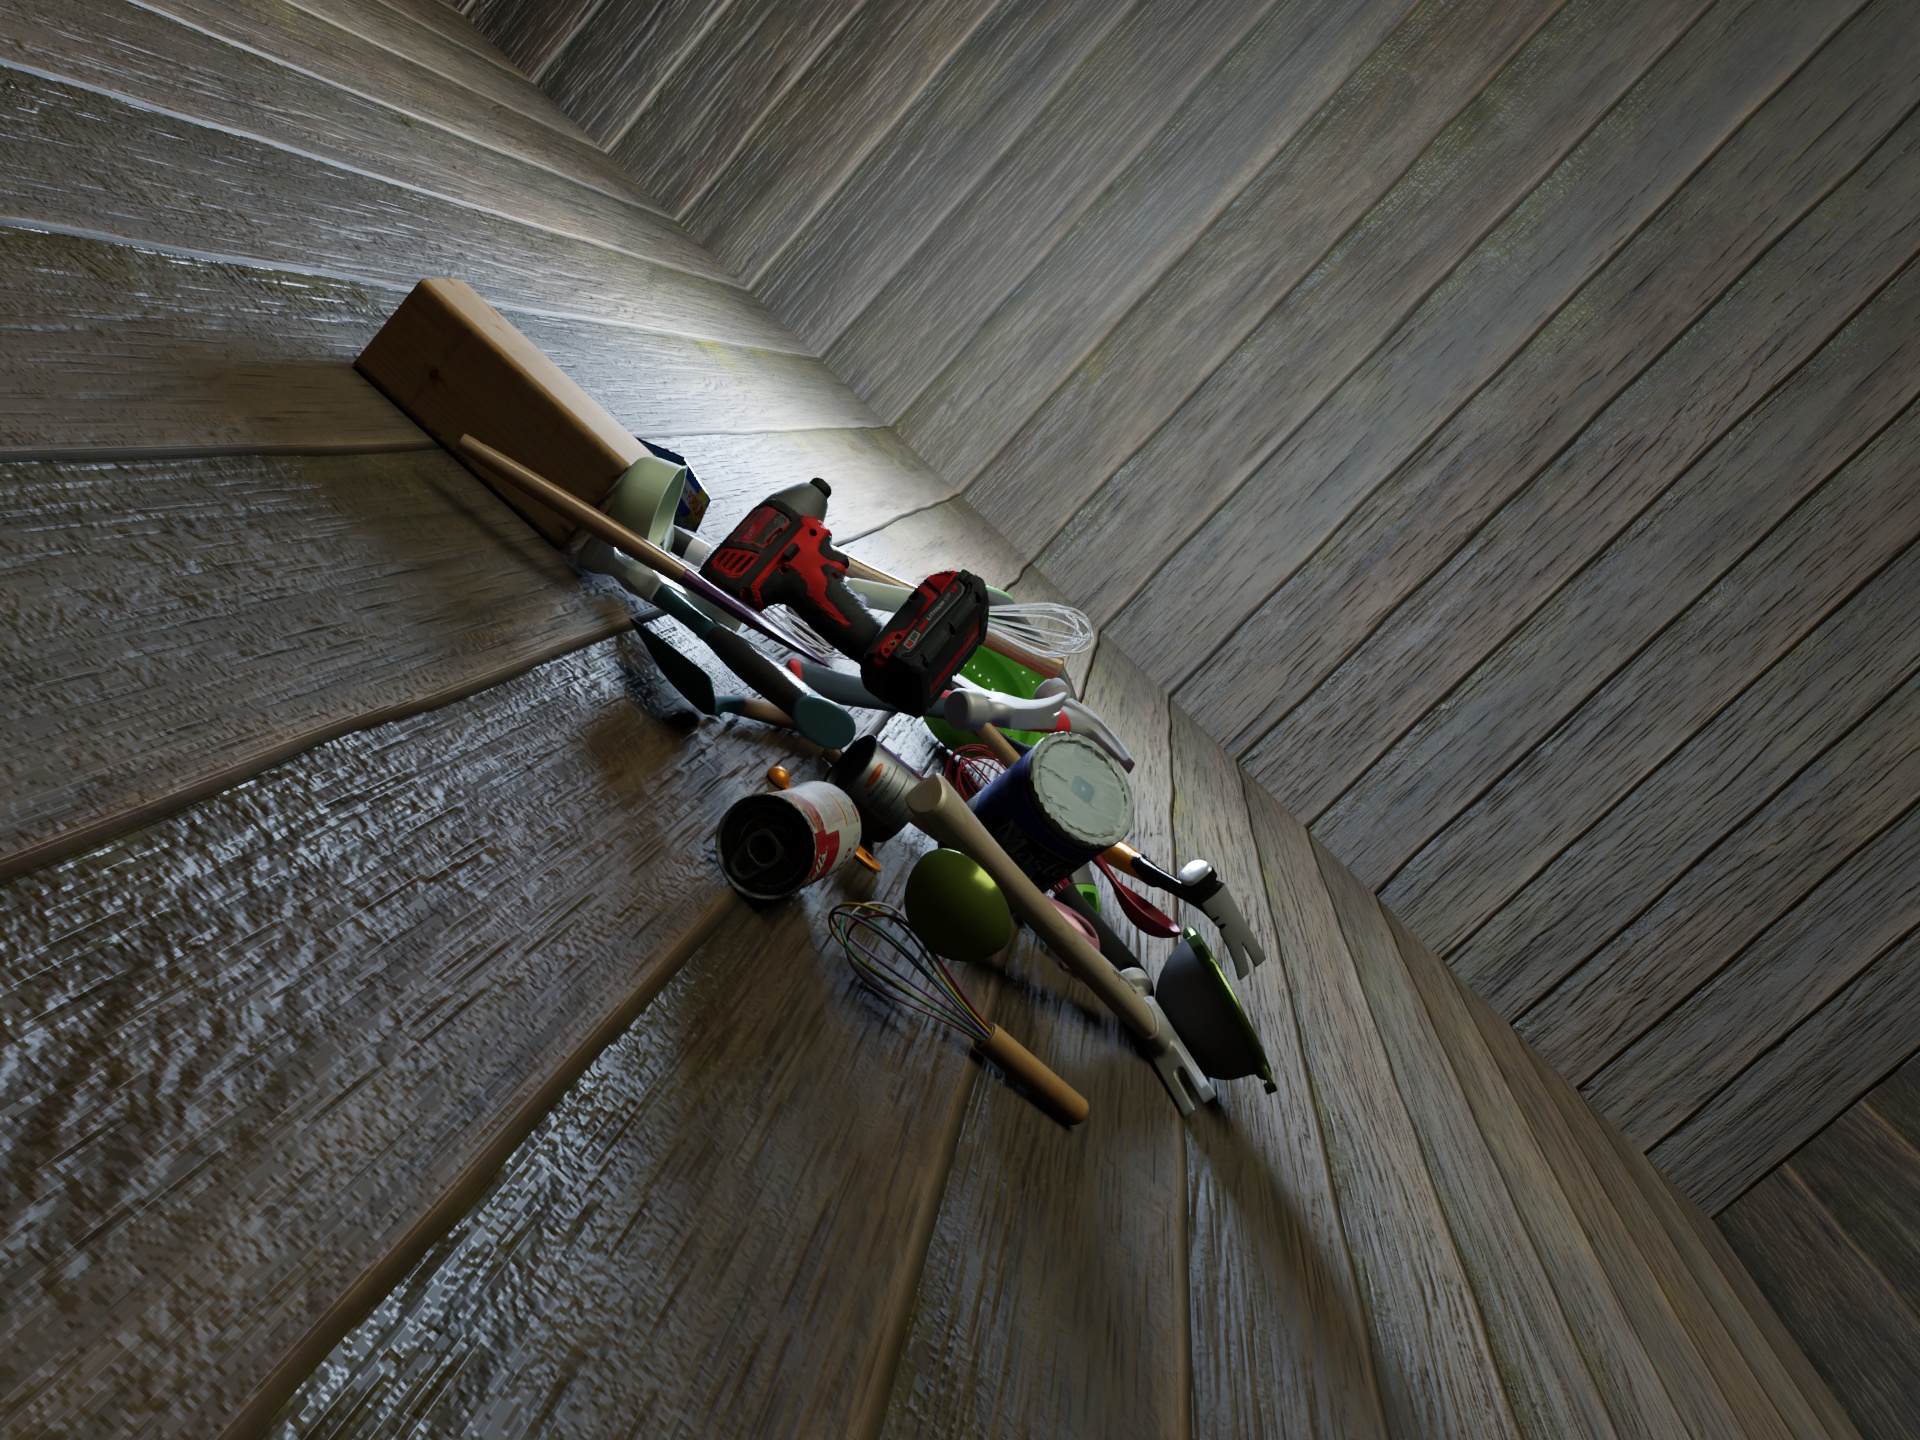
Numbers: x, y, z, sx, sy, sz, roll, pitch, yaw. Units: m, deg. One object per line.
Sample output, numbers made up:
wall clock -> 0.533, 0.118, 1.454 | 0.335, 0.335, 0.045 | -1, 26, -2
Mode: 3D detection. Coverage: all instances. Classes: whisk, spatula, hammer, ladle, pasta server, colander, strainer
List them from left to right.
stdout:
spatula -> -0.228, -0.121, 1.178 | 0.315, 0.018, 0.060 | 32, 0, -14
hammer -> -0.171, -0.055, 1.168 | 0.128, 0.033, 0.331 | 30, 3, -39
whisk -> -0.200, -0.130, 1.378 | 0.284, 0.070, 0.070 | 28, 14, -2
spatula -> -0.157, -0.017, 1.261 | 0.082, 0.044, 0.317 | 34, 7, 23
hammer -> -0.070, -0.080, 1.471 | 0.144, 0.035, 0.406 | 4, 21, -44
hammer -> -0.044, -0.118, 1.542 | 0.331, 0.031, 0.130 | 25, 4, -21
hammer -> -0.002, -0.005, 1.470 | 0.386, 0.038, 0.143 | 7, 32, -43
pasta server -> 0.005, 0.121, 1.371 | 0.316, 0.040, 0.060 | 37, 14, -15
whisk -> 0.004, 0.200, 1.074 | 0.244, 0.047, 0.051 | 43, 11, -20
whisk -> 0.009, -0.099, 1.479 | 0.246, 0.057, 0.059 | 10, 47, -14
ladle -> 0.008, 0.134, 1.136 | 0.078, 0.062, 0.320 | 47, -1, 8
colander -> 0.045, 0.043, 1.631 | 0.204, 0.094, 0.397 | 11, 51, -45
whisk -> 0.084, 0.143, 1.477 | 0.296, 0.073, 0.073 | 52, 14, 14
hammer -> 0.080, 0.172, 1.239 | 0.410, 0.038, 0.146 | 48, 8, -42
ladle -> 0.099, 0.096, 1.466 | 0.315, 0.031, 0.069 | 49, 3, -18
hammer -> 0.179, 0.148, 1.583 | 0.127, 0.034, 0.337 | 58, -12, -24
strainer -> 0.214, 0.267, 1.478 | 0.151, 0.069, 0.256 | 63, -1, 2

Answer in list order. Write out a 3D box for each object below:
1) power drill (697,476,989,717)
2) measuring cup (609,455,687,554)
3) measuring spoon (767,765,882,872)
power drill -> -0.091, -0.111, 1.306 | 0.220, 0.143, 0.078 | 31, -25, 16
measuring cup -> -0.251, -0.160, 1.274 | 0.038, 0.083, 0.167 | 23, -12, -4
measuring spoon -> -0.101, 0.074, 1.213 | 0.117, 0.011, 0.021 | 43, 13, -6
